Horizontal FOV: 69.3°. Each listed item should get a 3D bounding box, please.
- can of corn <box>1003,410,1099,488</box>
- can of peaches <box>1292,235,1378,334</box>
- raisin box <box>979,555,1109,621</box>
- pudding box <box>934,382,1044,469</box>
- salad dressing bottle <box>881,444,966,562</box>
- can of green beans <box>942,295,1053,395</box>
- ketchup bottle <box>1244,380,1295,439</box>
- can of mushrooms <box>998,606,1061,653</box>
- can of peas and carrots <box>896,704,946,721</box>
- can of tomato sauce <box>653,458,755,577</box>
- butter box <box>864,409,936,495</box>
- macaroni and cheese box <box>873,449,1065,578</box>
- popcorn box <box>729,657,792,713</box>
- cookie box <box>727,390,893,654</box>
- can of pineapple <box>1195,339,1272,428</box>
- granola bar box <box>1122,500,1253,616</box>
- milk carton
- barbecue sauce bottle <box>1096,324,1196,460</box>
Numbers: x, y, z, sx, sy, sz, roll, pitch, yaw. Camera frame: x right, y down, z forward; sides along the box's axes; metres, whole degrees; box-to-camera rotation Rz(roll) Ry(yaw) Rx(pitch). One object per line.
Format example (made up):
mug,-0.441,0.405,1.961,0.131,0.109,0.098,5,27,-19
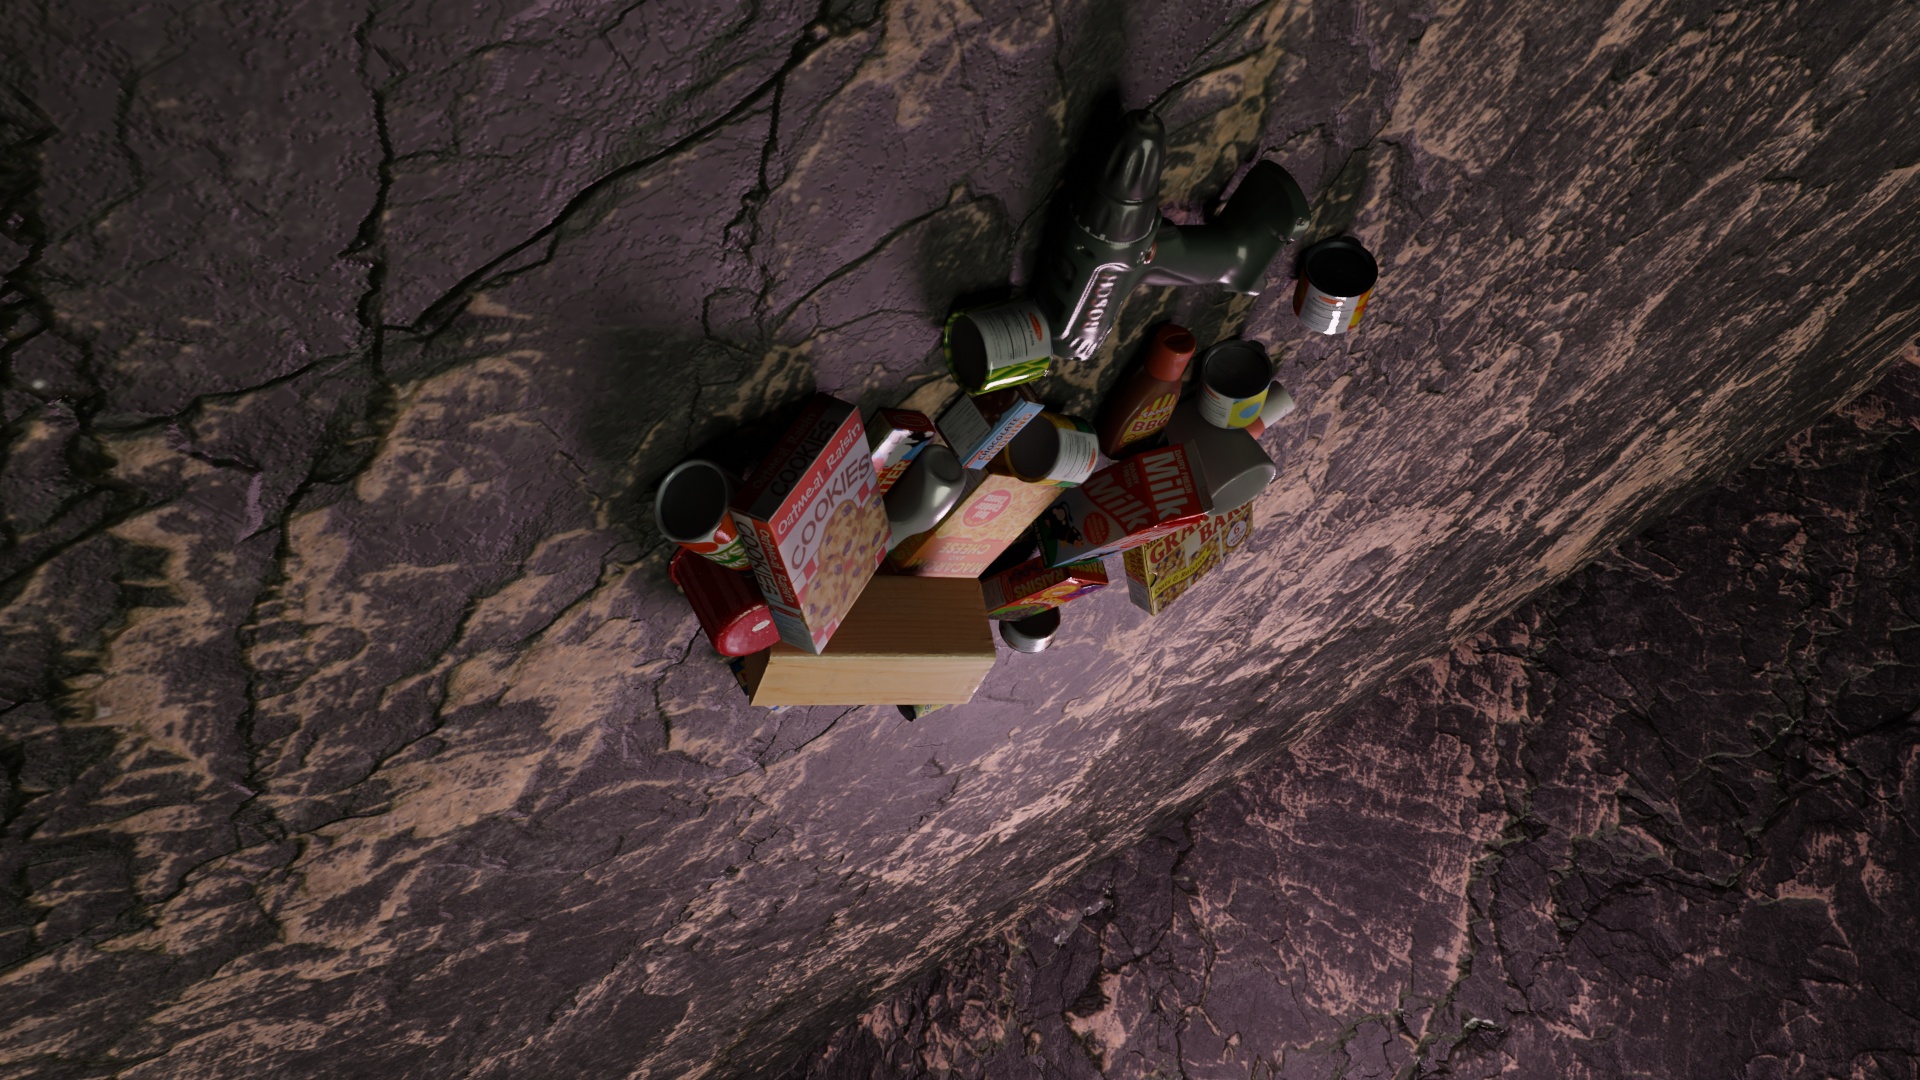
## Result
can of corn,0.078,-0.082,1.235,0.058,0.071,0.071,4,137,-51
can of peaches,0.340,-0.232,1.262,0.071,0.071,0.057,-27,155,-12
raisin box,0.082,0.048,1.466,0.123,0.040,0.086,-25,161,30
pudding box,0.023,-0.103,1.144,0.083,0.050,0.030,-45,154,25
salad dressing bottle,-0.051,-0.025,1.196,0.044,0.064,0.147,9,144,-33
can of green beans,0.027,-0.147,1.046,0.058,0.071,0.071,-17,152,-29
ketchup bottle,0.274,-0.110,1.439,0.149,0.043,0.064,-35,158,5
can of mushrooms,0.078,0.088,1.554,0.071,0.071,0.033,-22,153,-21
can of peas and carrots,-0.038,0.150,1.459,0.059,0.071,0.070,-23,154,-20
can of tomato sauce,-0.180,-0.016,1.040,0.071,0.071,0.083,-36,155,8
butter box,-0.070,-0.064,1.137,0.053,0.024,0.103,0,140,-49
macaroni and cheese box,0.005,-0.016,1.297,0.124,0.040,0.165,5,136,-51
popcorn box,-0.150,0.113,1.359,0.127,0.038,0.085,-33,156,3
cookie box,-0.110,-0.011,1.061,0.123,0.040,0.166,-57,154,-30
can of pineapple,0.261,-0.149,1.322,0.071,0.071,0.057,-27,156,-11
granola bar box,0.249,-0.011,1.511,0.166,0.039,0.123,-38,138,-21
milk carton,0.160,-0.033,1.334,0.073,0.072,0.190,-5,166,-45
barbecue sauce bottle,0.173,-0.135,1.269,0.065,0.044,0.147,-18,152,-26
